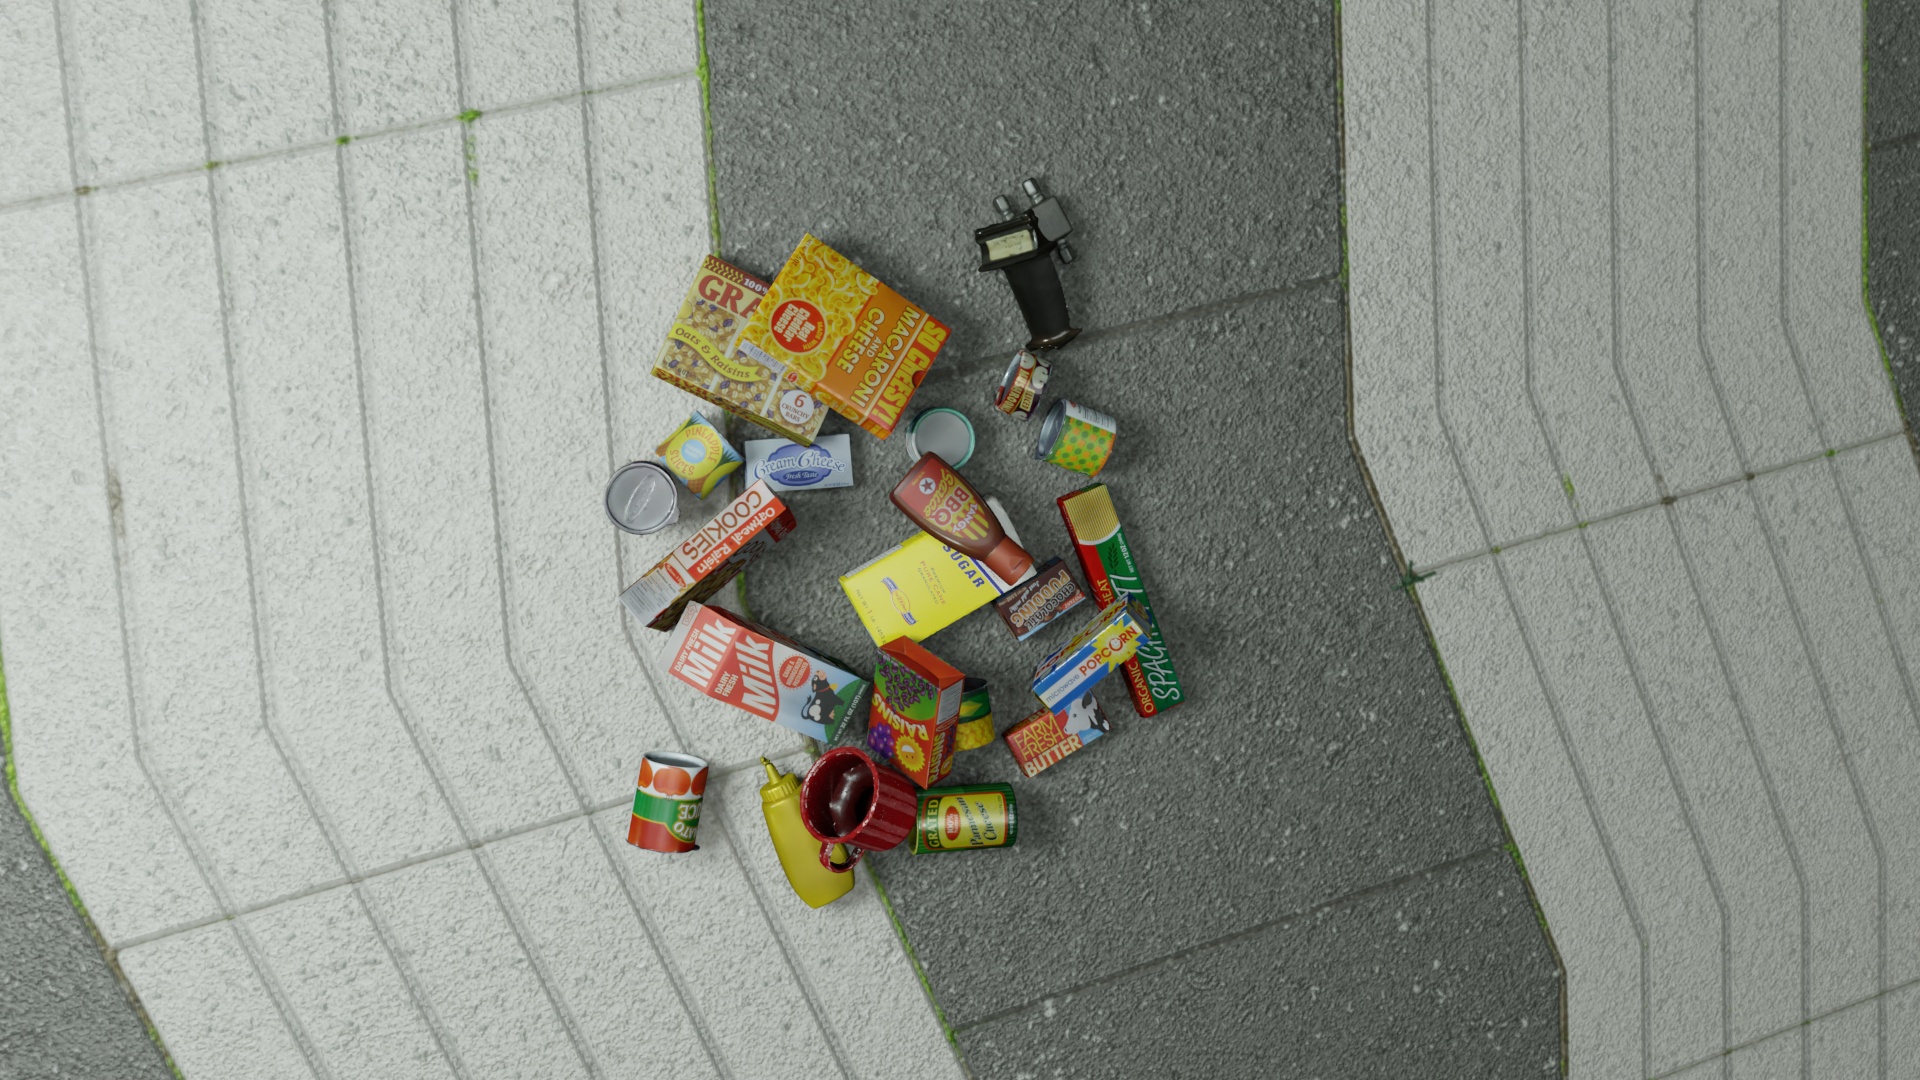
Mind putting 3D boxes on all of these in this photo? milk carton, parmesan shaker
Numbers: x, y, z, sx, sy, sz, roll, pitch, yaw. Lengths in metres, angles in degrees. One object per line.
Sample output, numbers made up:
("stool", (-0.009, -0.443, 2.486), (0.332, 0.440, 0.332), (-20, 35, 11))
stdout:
("milk carton", (-0.190, 0.122, 1.313), (0.190, 0.073, 0.072), (27, 89, -31))
("parmesan shaker", (0.001, 0.276, 1.397), (0.103, 0.071, 0.071), (-2, 95, -12))

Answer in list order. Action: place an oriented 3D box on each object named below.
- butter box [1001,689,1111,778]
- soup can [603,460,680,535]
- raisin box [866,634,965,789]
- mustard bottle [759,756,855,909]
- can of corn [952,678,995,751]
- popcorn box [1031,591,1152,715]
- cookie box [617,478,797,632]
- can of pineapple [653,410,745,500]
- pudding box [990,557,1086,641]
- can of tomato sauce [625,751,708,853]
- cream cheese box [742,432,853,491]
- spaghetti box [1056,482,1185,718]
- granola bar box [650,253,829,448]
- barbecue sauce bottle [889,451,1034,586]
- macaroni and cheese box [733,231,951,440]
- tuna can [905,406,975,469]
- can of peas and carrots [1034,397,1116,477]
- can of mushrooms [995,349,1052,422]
("butter box", (0.099, 0.197, 1.433), (0.104, 0.024, 0.053), (-30, 100, -8))
("soup can", (-0.296, -0.040, 1.300), (0.071, 0.084, 0.071), (-1, 95, -12))
("raisin box", (-0.044, 0.166, 1.345), (0.040, 0.086, 0.122), (-25, 134, -43))
("mustard bottle", (-0.159, 0.281, 1.371), (0.065, 0.049, 0.160), (-25, 98, -10))
("can of corn", (-0.003, 0.175, 1.387), (0.071, 0.071, 0.058), (-10, 97, -11))
("popcorn box", (0.131, 0.112, 1.383), (0.126, 0.085, 0.038), (-41, 94, 14))
("cookie box", (-0.231, 0.017, 1.296), (0.167, 0.123, 0.040), (-40, 87, -7))
("can of pineapple", (-0.248, -0.081, 1.315), (0.058, 0.071, 0.071), (-44, 102, -5))
("pudding box", (0.079, 0.060, 1.416), (0.084, 0.030, 0.049), (-32, 101, -8))
("can of tomato sauce", (-0.279, 0.251, 1.334), (0.071, 0.071, 0.083), (10, 92, -13))
("cream cheese box", (-0.159, -0.075, 1.358), (0.104, 0.024, 0.053), (-5, 94, -12))
("spaghetti box", (0.167, 0.064, 1.436), (0.050, 0.029, 0.249), (-23, 98, -9))
("granola bar box", (-0.192, -0.179, 1.322), (0.165, 0.039, 0.124), (25, 75, -13))
("barbecue sauce bottle", (0.005, -0.017, 1.344), (0.148, 0.043, 0.065), (41, 81, -3))
("macaroni and cheese box", (-0.109, -0.191, 1.308), (0.166, 0.040, 0.124), (32, 73, -11))
("tuna can", (-0.018, -0.102, 1.382), (0.071, 0.033, 0.071), (-1, 95, -12))
("can of peas and carrots", (0.115, -0.101, 1.395), (0.059, 0.071, 0.071), (19, 90, -13))
("can of mushrooms", (0.062, -0.152, 1.376), (0.033, 0.071, 0.071), (23, 89, -11))
